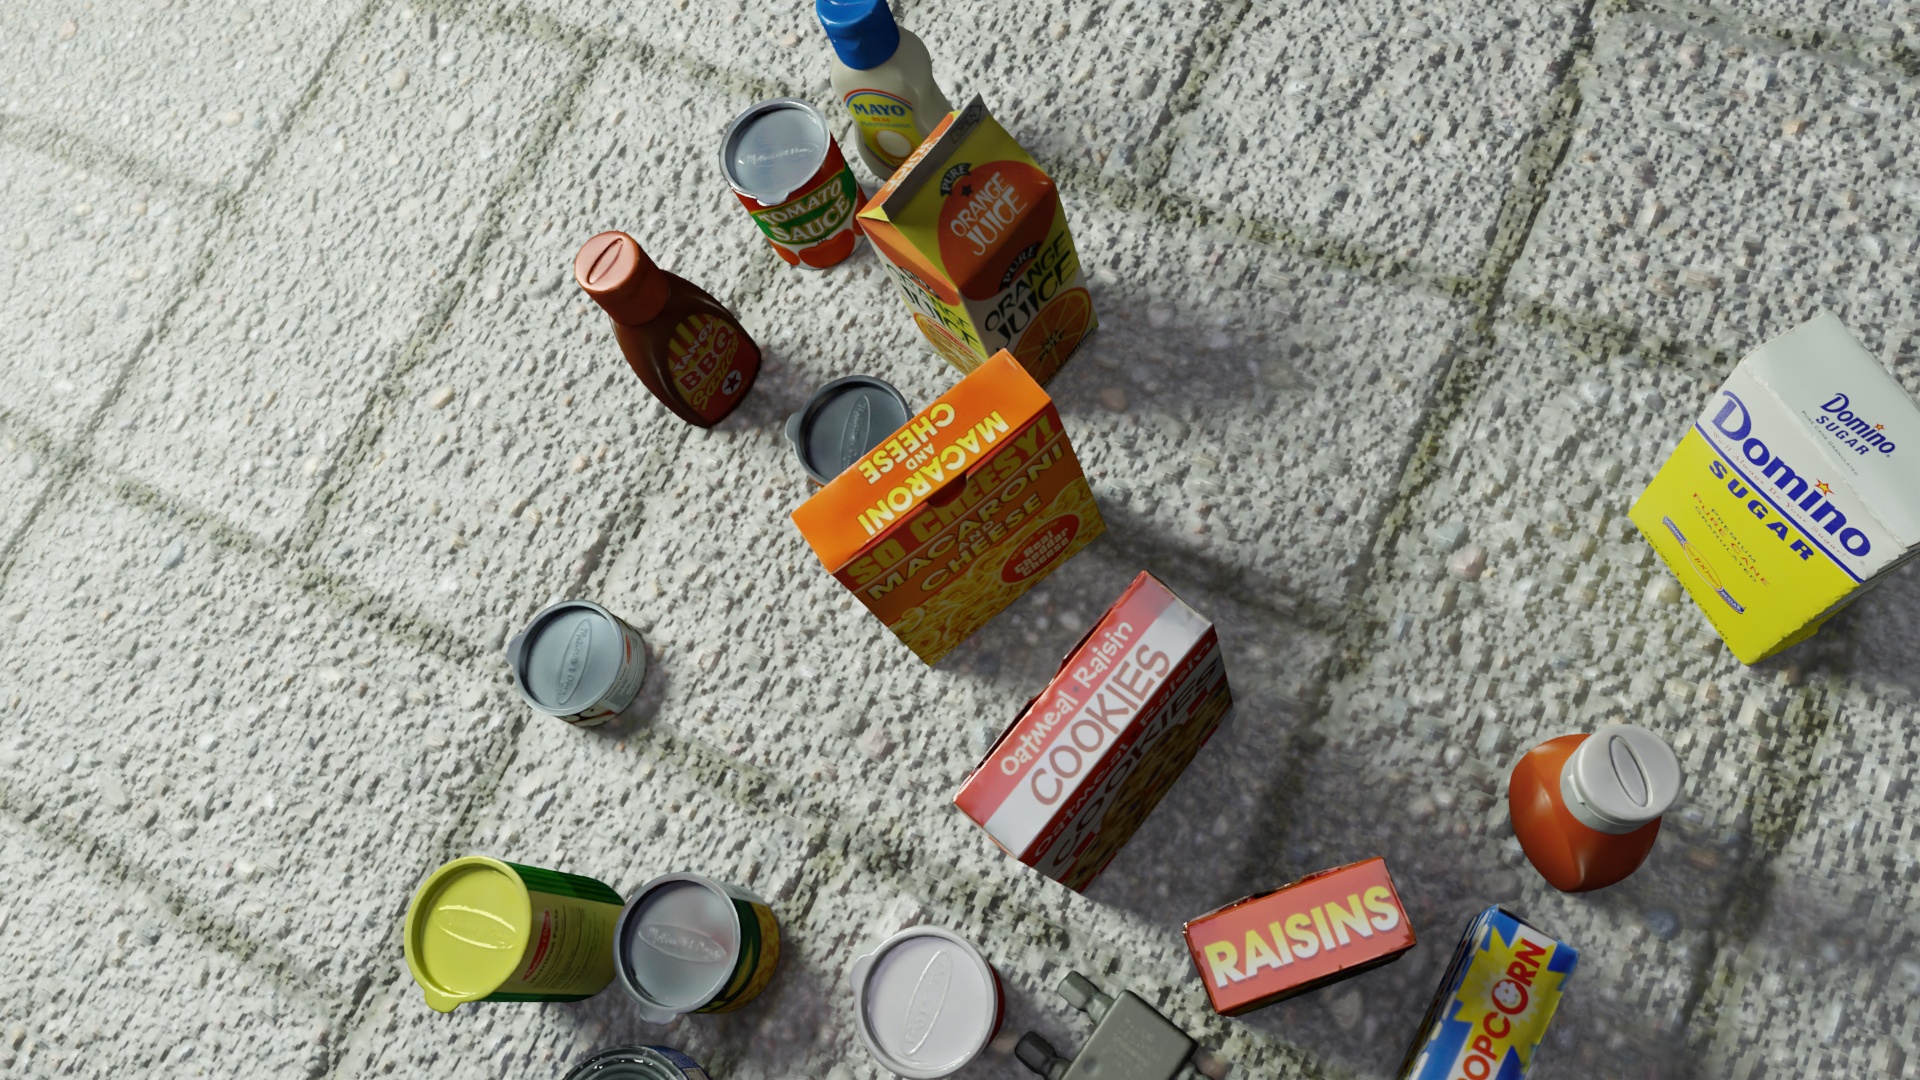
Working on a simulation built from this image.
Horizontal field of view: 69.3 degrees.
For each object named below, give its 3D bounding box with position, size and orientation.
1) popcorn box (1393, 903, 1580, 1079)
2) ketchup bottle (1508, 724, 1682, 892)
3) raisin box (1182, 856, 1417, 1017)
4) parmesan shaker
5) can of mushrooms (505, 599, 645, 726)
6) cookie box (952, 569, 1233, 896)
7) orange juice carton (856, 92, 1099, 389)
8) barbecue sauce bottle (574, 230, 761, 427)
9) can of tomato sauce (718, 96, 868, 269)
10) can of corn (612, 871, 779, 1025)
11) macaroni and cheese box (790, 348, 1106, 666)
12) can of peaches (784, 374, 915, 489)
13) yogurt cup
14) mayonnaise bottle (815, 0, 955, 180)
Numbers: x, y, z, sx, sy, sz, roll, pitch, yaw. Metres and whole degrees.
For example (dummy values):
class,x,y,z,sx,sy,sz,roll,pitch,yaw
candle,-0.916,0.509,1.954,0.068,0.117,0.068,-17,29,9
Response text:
class,x,y,z,sx,sy,sz,roll,pitch,yaw
popcorn box,0.211,0.221,0.586,0.038,0.085,0.127,26,79,21
ketchup bottle,0.263,0.109,0.579,0.043,0.148,0.065,-18,68,8
raisin box,0.146,0.173,0.599,0.086,0.123,0.040,-21,68,6
parmesan shaker,-0.218,0.198,0.691,0.071,0.103,0.071,-4,70,13
can of mushrooms,-0.214,0.068,0.774,0.071,0.033,0.071,-4,70,12
cookie box,0.066,0.093,0.623,0.040,0.167,0.123,38,83,22
orange juice carton,0.009,-0.145,0.708,0.073,0.192,0.072,39,84,23
barbecue sauce bottle,-0.162,-0.118,0.765,0.044,0.148,0.065,31,81,22
can of tomato sauce,-0.095,-0.206,0.816,0.071,0.083,0.071,-4,70,13
can of corn,-0.131,0.204,0.692,0.071,0.058,0.071,-4,70,13
macaroni and cheese box,0.002,-0.008,0.676,0.124,0.166,0.040,-38,67,-1
can of peaches,-0.053,-0.049,0.763,0.071,0.058,0.071,-4,70,13
yogurt cup,-0.011,0.219,0.659,0.072,0.054,0.072,-4,70,13
mayonnaise bottle,-0.042,-0.257,0.785,0.065,0.147,0.041,8,74,17
